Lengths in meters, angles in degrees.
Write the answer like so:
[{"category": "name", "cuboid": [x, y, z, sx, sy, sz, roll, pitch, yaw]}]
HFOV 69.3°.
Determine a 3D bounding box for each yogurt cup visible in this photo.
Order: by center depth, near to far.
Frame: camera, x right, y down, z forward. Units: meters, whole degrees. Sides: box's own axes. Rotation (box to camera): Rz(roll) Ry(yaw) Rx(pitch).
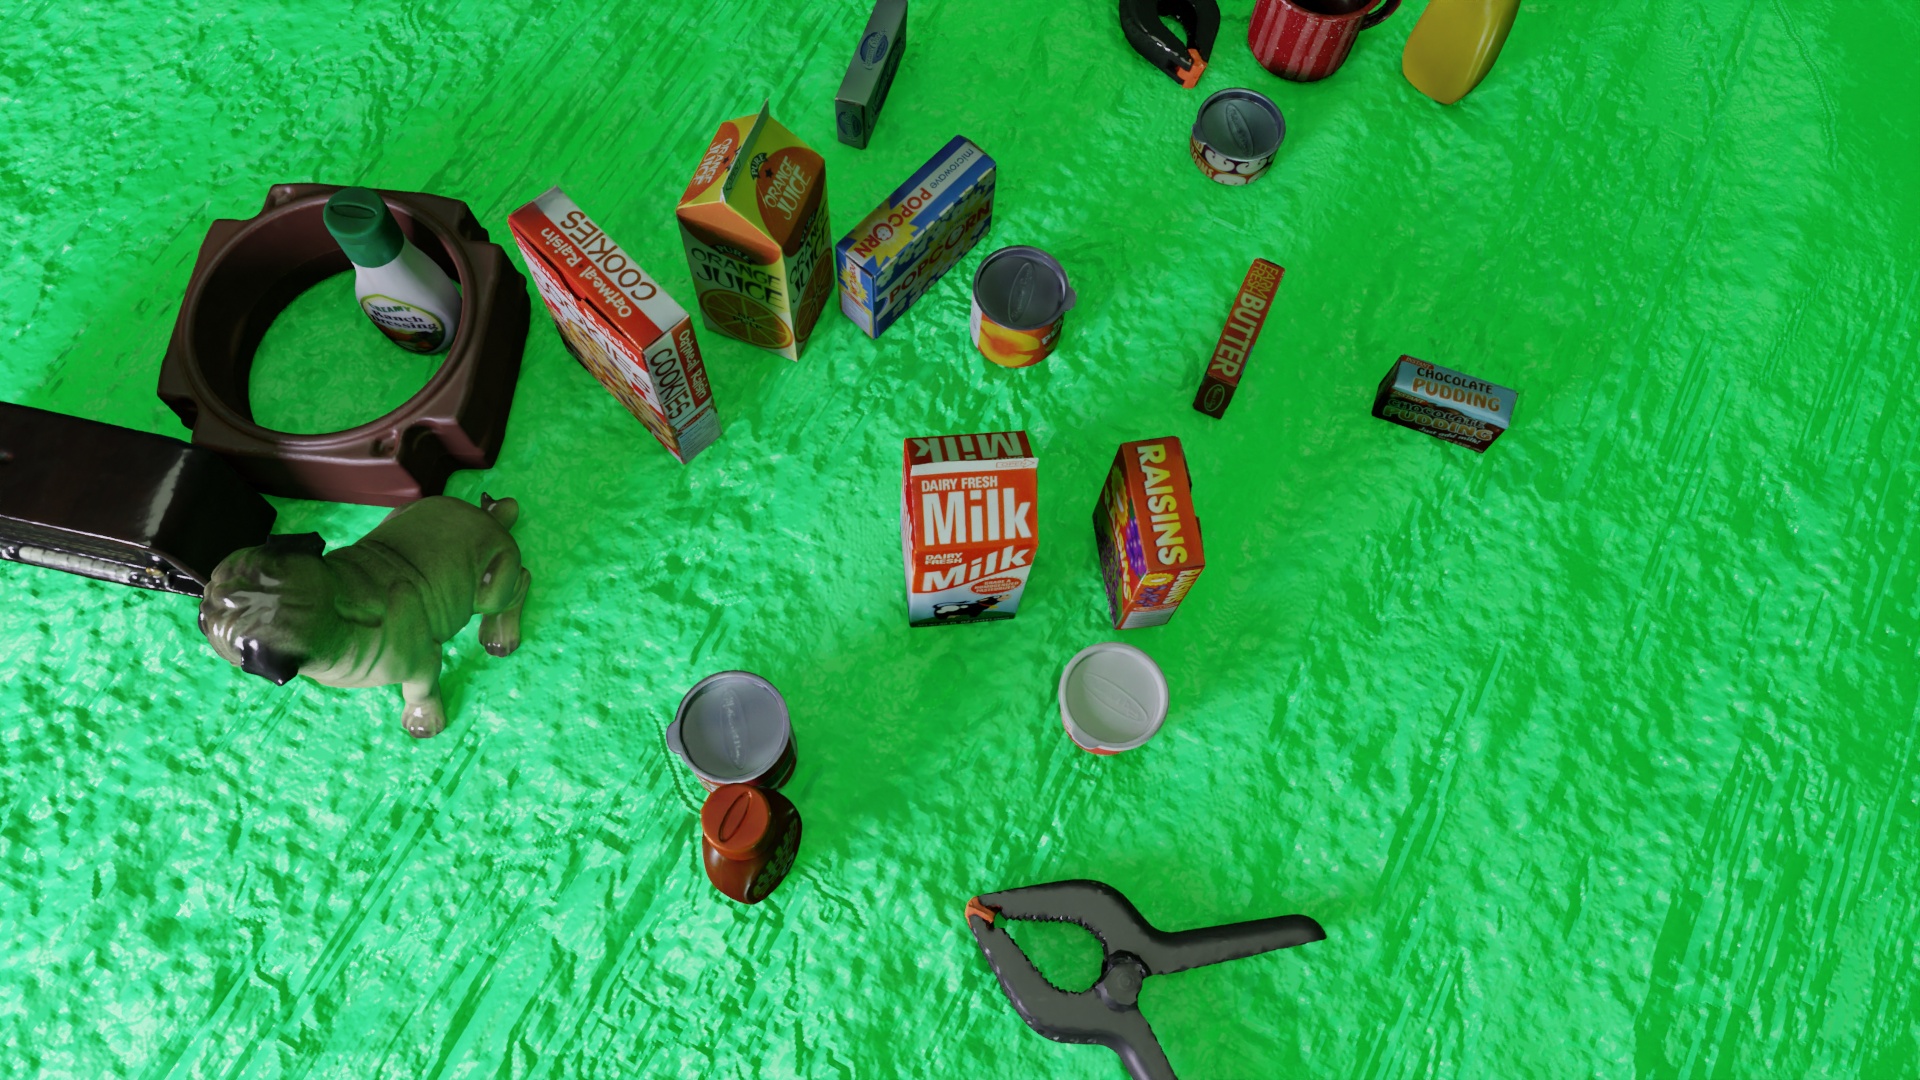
[{"category": "yogurt cup", "cuboid": [0.093, 0.102, 0.868, 0.072, 0.053, 0.072, 1, 70, -3]}]

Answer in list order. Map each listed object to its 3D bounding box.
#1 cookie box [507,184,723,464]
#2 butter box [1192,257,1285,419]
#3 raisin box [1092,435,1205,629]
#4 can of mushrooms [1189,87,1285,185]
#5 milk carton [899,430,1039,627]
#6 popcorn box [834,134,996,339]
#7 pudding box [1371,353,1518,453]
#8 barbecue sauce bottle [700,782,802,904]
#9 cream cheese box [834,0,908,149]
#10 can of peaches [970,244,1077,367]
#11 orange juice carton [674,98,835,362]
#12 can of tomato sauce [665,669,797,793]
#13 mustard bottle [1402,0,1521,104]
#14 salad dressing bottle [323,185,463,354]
[{"category": "cookie box", "cuboid": [-0.214, -0.130, 0.879, 0.123, 0.167, 0.040, 44, 74, 12]}, {"category": "butter box", "cuboid": [0.193, -0.141, 0.965, 0.024, 0.053, 0.104, 23, 70, 6]}, {"category": "raisin box", "cuboid": [0.117, -0.002, 0.872, 0.040, 0.123, 0.086, -6, 70, -5]}, {"category": "can of mushrooms", "cuboid": [0.204, -0.301, 1.037, 0.071, 0.033, 0.071, 1, 69, -3]}, {"category": "milk carton", "cuboid": [0.003, -0.010, 0.833, 0.072, 0.190, 0.073, -5, 70, -5]}, {"category": "popcorn box", "cuboid": [-0.030, -0.210, 0.963, 0.038, 0.085, 0.127, 40, 73, 11]}, {"category": "pudding box", "cuboid": [0.333, -0.095, 0.957, 0.084, 0.049, 0.030, 20, 70, 4]}, {"category": "barbecue sauce bottle", "cuboid": [-0.120, 0.167, 0.783, 0.044, 0.148, 0.065, 27, 71, 7]}, {"category": "cream cheese box", "cuboid": [-0.065, -0.348, 1.030, 0.024, 0.053, 0.104, 17, 70, 3]}, {"category": "can of peaches", "cuboid": [0.042, -0.160, 0.962, 0.071, 0.058, 0.071, 1, 70, -3]}, {"category": "orange juice carton", "cuboid": [-0.130, -0.199, 0.896, 0.073, 0.192, 0.072, 20, 70, 5]}, {"category": "can of tomato sauce", "cuboid": [-0.135, 0.121, 0.834, 0.071, 0.082, 0.071, 1, 70, -3]}, {"category": "mustard bottle", "cuboid": [0.375, -0.388, 1.011, 0.065, 0.159, 0.049, 41, 73, 11]}, {"category": "salad dressing bottle", "cuboid": [-0.366, -0.173, 0.898, 0.064, 0.147, 0.044, 9, 70, 1]}]
